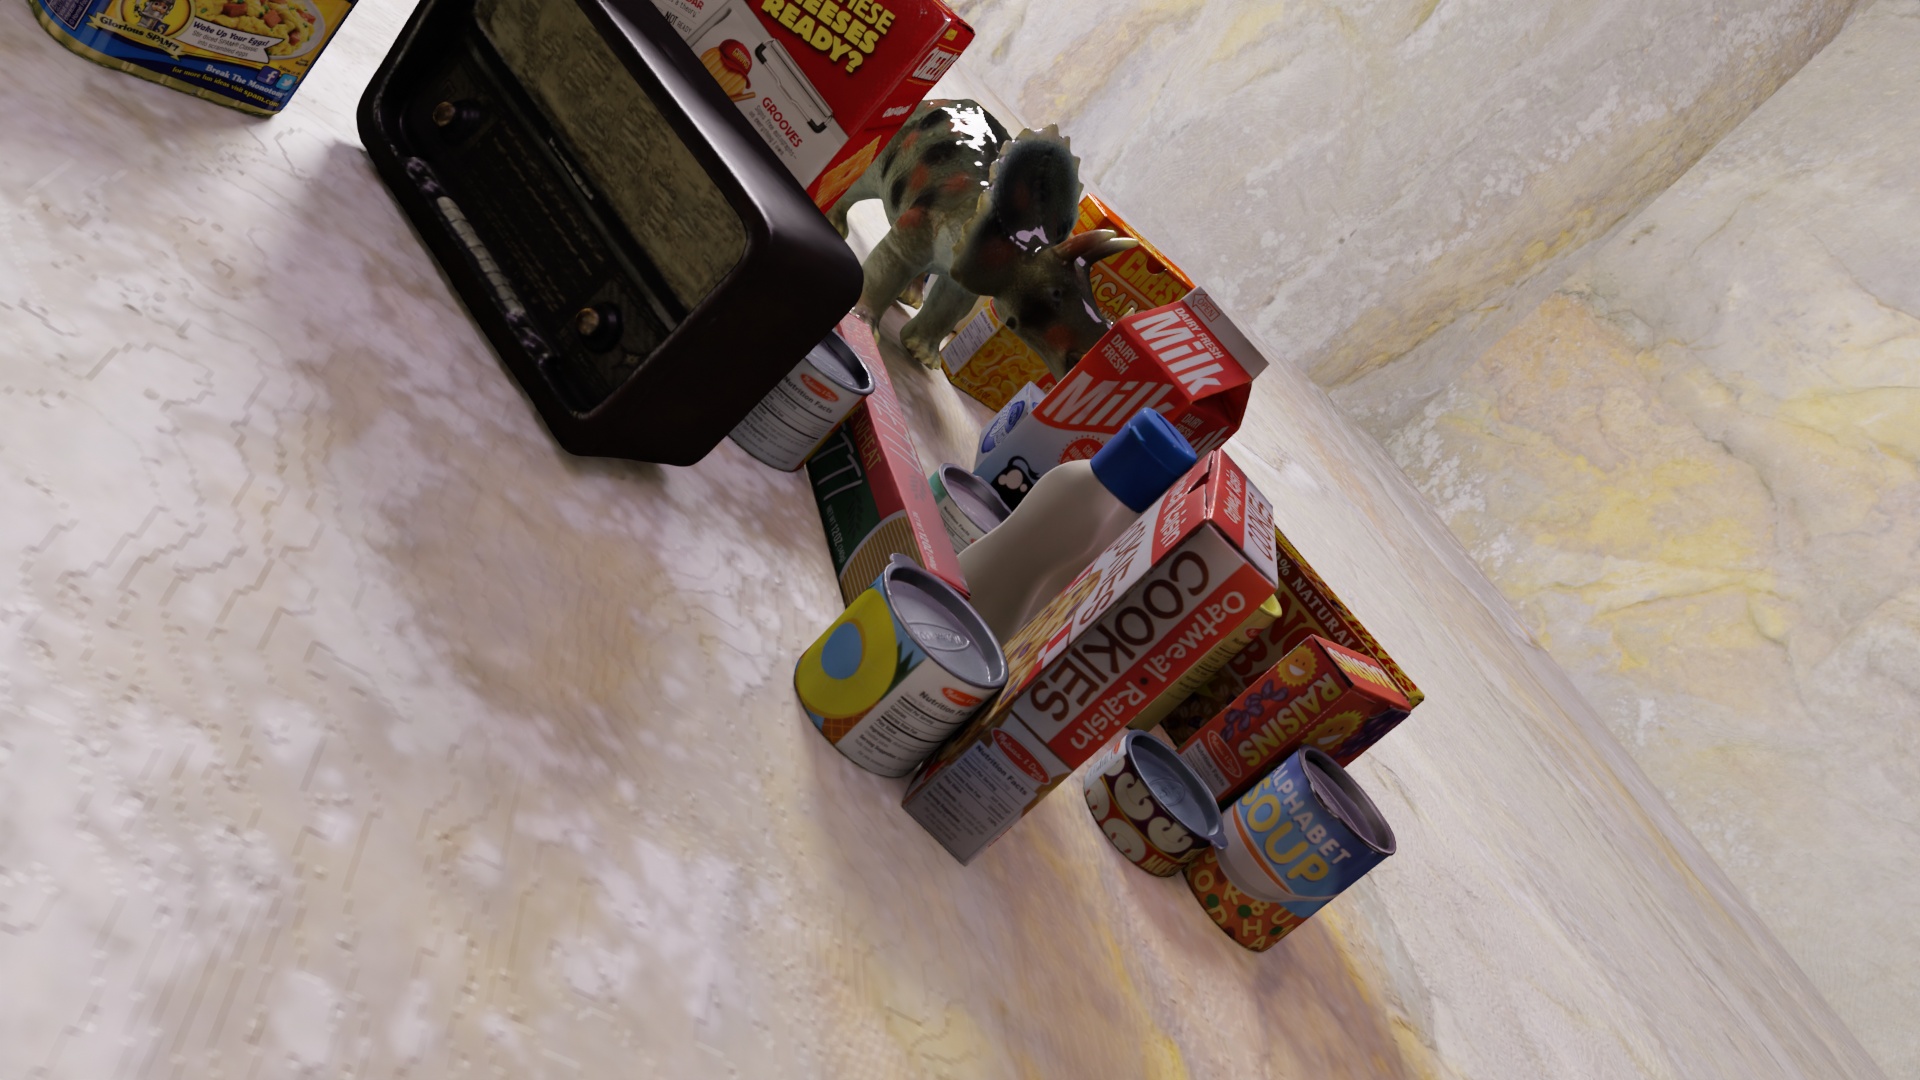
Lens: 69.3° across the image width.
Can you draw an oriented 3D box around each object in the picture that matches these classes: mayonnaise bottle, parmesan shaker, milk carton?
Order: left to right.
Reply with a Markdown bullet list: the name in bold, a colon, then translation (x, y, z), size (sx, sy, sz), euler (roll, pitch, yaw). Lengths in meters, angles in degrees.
- **mayonnaise bottle**: translation (0.051, -0.001, 0.679), size (0.041, 0.147, 0.065), euler (24, 28, -47)
- **milk carton**: translation (0.092, -0.059, 0.817), size (0.073, 0.190, 0.072), euler (15, 35, -56)
- **parmesan shaker**: translation (0.118, 0.051, 0.779), size (0.071, 0.103, 0.071), euler (39, 20, -17)

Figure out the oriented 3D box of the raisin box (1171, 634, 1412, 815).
- **raisin box**: translation (0.166, 0.108, 0.728), size (0.086, 0.123, 0.040), euler (22, 30, -50)

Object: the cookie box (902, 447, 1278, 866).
- **cookie box**: translation (0.056, 0.042, 0.571), size (0.040, 0.167, 0.123), euler (44, 19, -3)

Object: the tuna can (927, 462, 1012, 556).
- **tuna can**: translation (0.003, -0.010, 0.774), size (0.071, 0.032, 0.071), euler (39, 20, -17)

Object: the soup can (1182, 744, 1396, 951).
- **soup can**: translation (0.159, 0.152, 0.685), size (0.071, 0.083, 0.071), euler (39, 20, -17)

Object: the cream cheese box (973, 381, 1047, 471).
- **cream cheese box**: translation (0.036, -0.068, 0.930), size (0.024, 0.053, 0.104), euler (41, 19, -12)

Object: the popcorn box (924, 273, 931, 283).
- **popcorn box**: translation (0.020, -0.243, 1.208), size (0.126, 0.085, 0.038), euler (32, 23, -34)

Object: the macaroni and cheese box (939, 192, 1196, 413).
- **macaroni and cheese box**: translation (0.083, -0.160, 1.045), size (0.123, 0.166, 0.040), euler (28, 25, -41)

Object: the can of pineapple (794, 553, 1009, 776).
- **can of pineapple**: translation (-0.024, 0.050, 0.557), size (0.071, 0.057, 0.071), euler (39, 20, -17)

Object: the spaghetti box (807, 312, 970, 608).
- **spaghetti box**: translation (-0.049, -0.040, 0.702), size (0.028, 0.050, 0.251), euler (32, 23, -34)

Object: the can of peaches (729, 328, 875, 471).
- **can of peaches**: translation (-0.086, -0.078, 0.694), size (0.071, 0.058, 0.071), euler (39, 20, -17)

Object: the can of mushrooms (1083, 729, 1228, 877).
- **can of mushrooms**: translation (0.095, 0.130, 0.675), size (0.071, 0.033, 0.071), euler (39, 20, -17)

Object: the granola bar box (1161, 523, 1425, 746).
- **granola bar box**: translation (0.167, 0.067, 0.813), size (0.039, 0.124, 0.166), euler (14, 36, -57)
